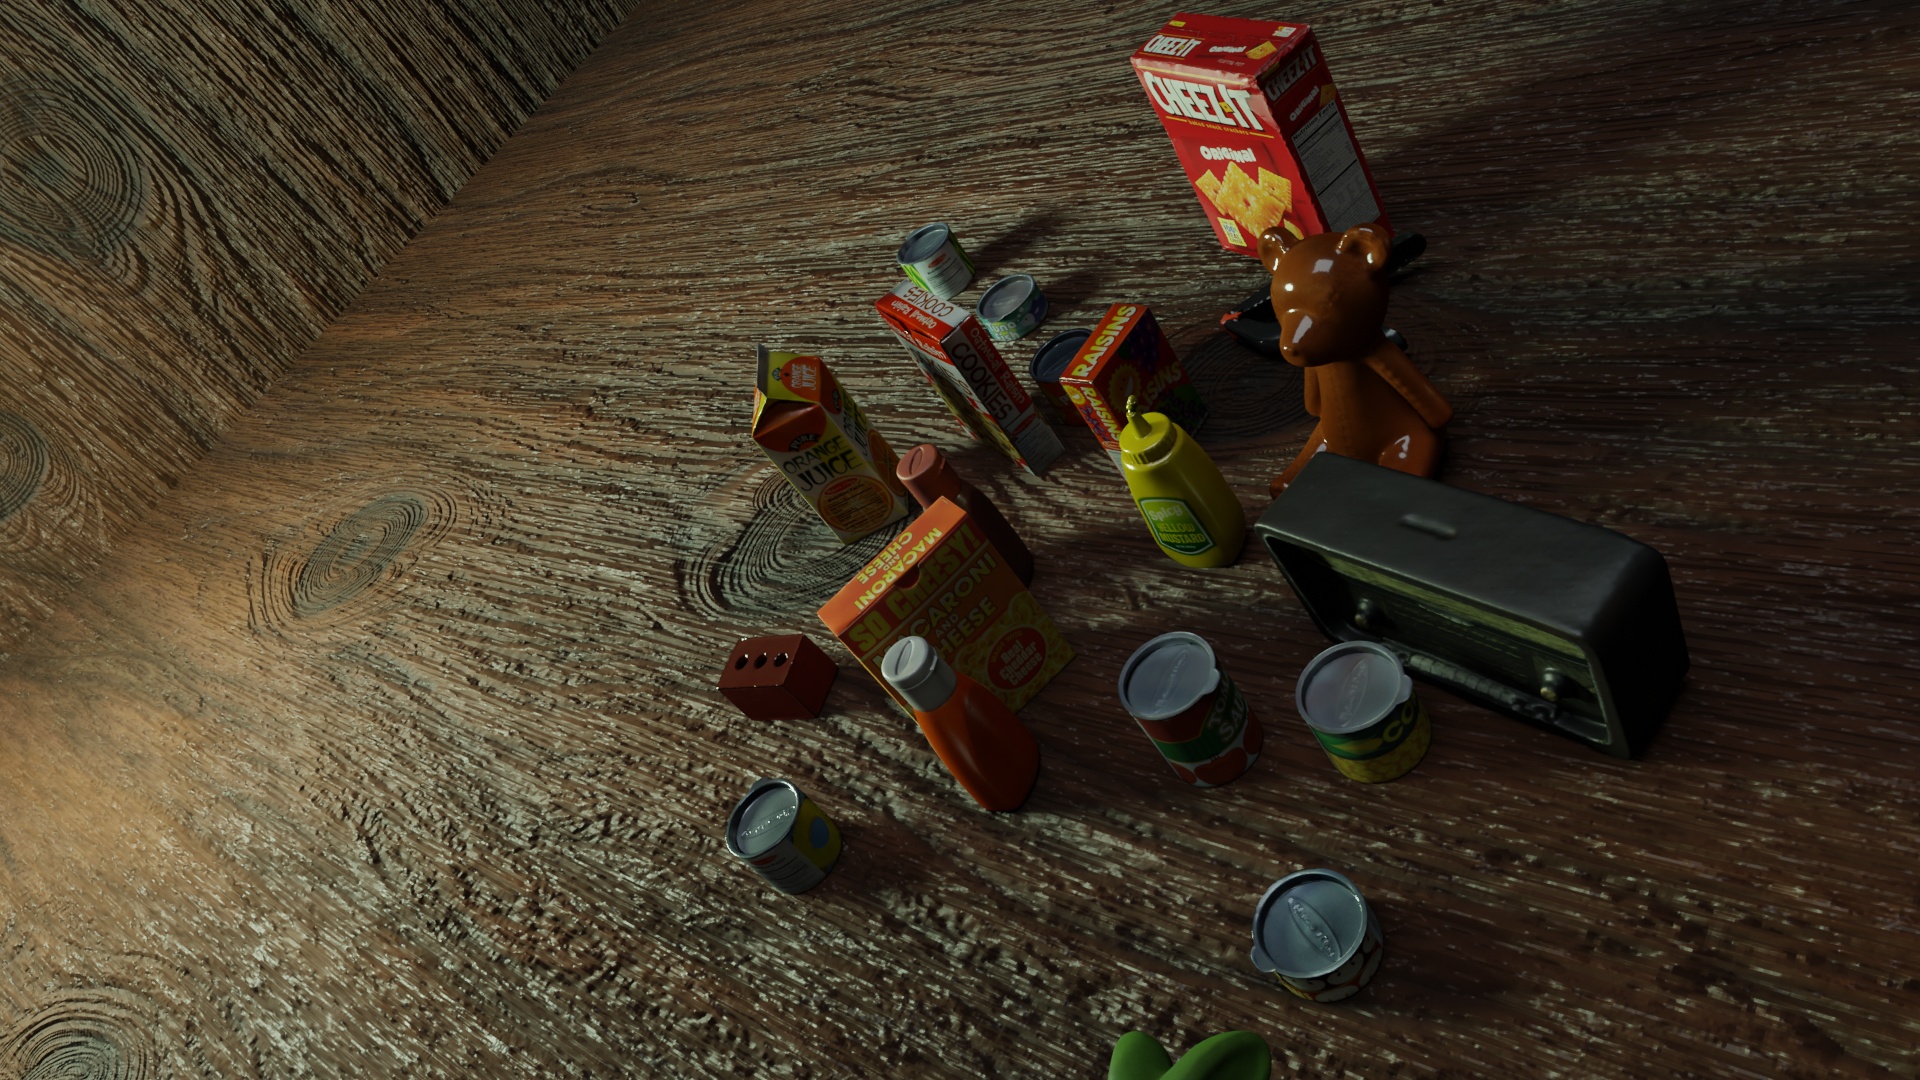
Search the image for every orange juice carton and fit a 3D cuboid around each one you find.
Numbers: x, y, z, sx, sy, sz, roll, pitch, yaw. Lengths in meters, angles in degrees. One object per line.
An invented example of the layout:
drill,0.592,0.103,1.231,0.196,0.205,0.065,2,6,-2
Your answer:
orange juice carton,-0.126,-0.091,1.241,0.073,0.192,0.072,-26,38,17

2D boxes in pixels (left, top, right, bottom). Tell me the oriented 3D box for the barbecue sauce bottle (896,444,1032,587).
barbecue sauce bottle,0.004,-0.014,1.089,0.043,0.148,0.065,-13,43,30

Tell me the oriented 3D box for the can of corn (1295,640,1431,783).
can of corn,0.246,0.104,0.839,0.071,0.058,0.071,-22,39,20

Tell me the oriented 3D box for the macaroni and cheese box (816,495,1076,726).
macaroni and cheese box,-0.005,0.068,0.995,0.124,0.166,0.040,-44,37,-7

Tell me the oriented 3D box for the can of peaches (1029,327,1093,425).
can of peaches,0.103,-0.142,1.218,0.071,0.058,0.071,-22,39,20

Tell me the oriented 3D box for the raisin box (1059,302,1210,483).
raisin box,0.140,-0.115,1.105,0.040,0.123,0.086,15,61,47

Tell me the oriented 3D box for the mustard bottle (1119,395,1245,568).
mustard bottle,0.150,-0.044,0.991,0.065,0.159,0.049,-1,50,39

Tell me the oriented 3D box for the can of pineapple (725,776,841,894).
can of pineapple,-0.130,0.218,1.029,0.071,0.057,0.071,-22,39,20

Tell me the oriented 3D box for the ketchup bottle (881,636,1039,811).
ketchup bottle,0.001,0.122,0.947,0.043,0.148,0.065,-10,45,33

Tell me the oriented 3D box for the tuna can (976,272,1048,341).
tuna can,0.051,-0.229,1.375,0.071,0.032,0.071,-22,39,20

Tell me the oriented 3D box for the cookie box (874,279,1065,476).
cookie box,0.007,-0.141,1.205,0.040,0.167,0.123,-43,37,-7

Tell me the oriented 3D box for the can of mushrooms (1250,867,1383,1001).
can of mushrooms,0.198,0.222,0.776,0.071,0.033,0.071,-22,39,20

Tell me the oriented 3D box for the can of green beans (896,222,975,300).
can of green beans,-0.026,-0.298,1.490,0.071,0.057,0.071,-22,39,20

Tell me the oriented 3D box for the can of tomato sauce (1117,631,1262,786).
can of tomato sauce,0.151,0.109,0.892,0.071,0.083,0.071,-23,39,20
